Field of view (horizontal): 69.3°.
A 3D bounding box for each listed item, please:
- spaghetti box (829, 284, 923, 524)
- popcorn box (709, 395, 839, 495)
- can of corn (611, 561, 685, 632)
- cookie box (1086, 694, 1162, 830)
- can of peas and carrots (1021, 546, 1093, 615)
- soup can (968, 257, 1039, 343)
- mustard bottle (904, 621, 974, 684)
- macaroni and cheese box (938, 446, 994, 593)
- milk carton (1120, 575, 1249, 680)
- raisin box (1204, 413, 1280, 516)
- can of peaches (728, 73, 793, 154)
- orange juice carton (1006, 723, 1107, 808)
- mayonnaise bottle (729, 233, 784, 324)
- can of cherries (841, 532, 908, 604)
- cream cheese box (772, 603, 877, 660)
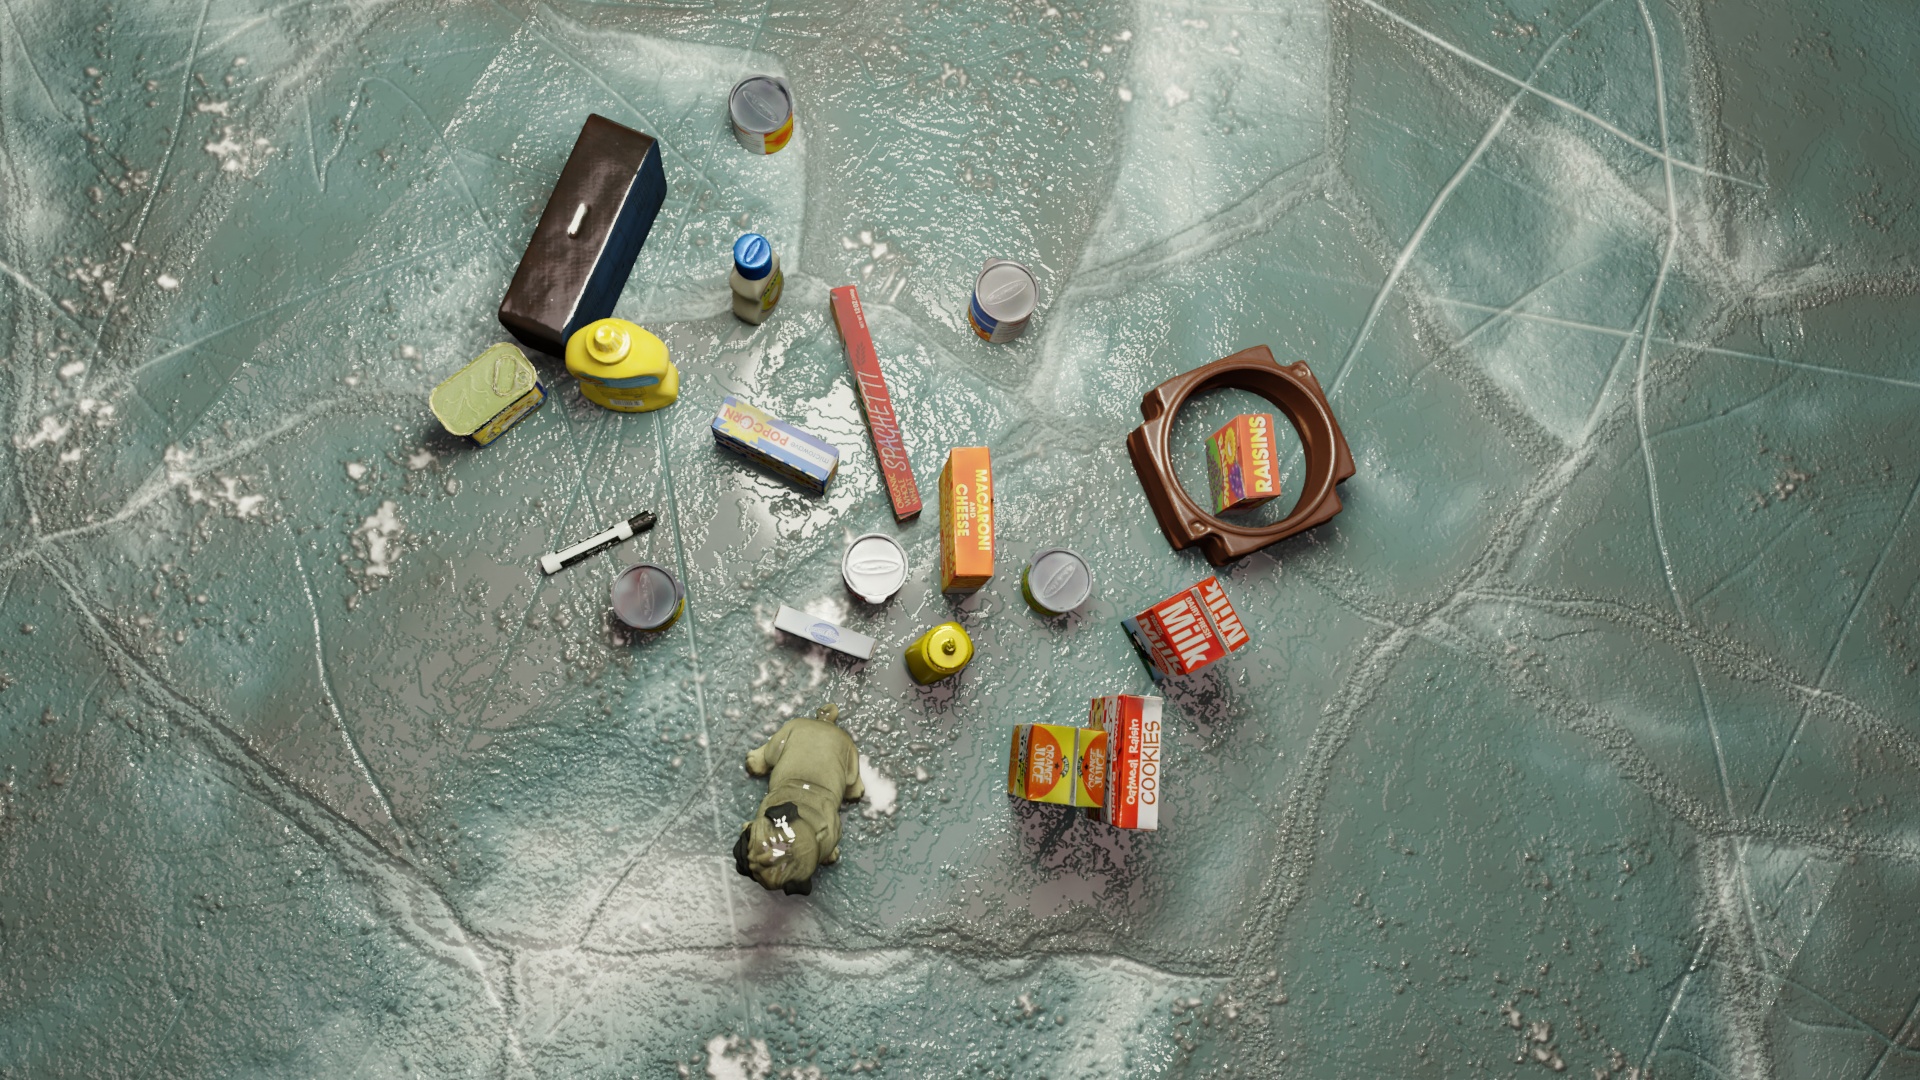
[{"bbox_3d":[-0.088,-0.140,1.437,0.029,0.050,0.250,-16,84,-8],"label":"spaghetti box"},{"bbox_3d":[-0.185,-0.095,1.403,0.127,0.085,0.038,26,81,-2],"label":"popcorn box"},{"bbox_3d":[-0.307,0.057,1.382,0.071,0.058,0.071,1,82,-6],"label":"can of corn"},{"bbox_3d":[0.156,0.214,1.351,0.040,0.167,0.123,4,82,-5],"label":"cookie box"},{"bbox_3d":[0.096,0.041,1.425,0.071,0.058,0.071,1,82,-6],"label":"can of peas and carrots"},{"bbox_3d":[0.043,-0.251,1.450,0.071,0.083,0.071,1,82,-6],"label":"soup can"},{"bbox_3d":[-0.017,0.108,1.352,0.065,0.160,0.049,-31,86,-9],"label":"mustard bottle"},{"bbox_3d":[0.005,-0.017,1.370,0.040,0.166,0.124,-1,82,-6],"label":"macaroni and cheese box"},{"bbox_3d":[0.223,0.087,1.365,0.073,0.190,0.072,-27,86,-9],"label":"milk carton"},{"bbox_3d":[0.289,-0.076,1.429,0.040,0.123,0.086,-3,82,-6],"label":"raisin box"},{"bbox_3d":[-0.208,-0.451,1.467,0.071,0.058,0.071,1,82,-6],"label":"can of peaches"},{"bbox_3d":[0.094,0.214,1.332,0.073,0.192,0.072,6,82,-5],"label":"orange juice carton"},{"bbox_3d":[-0.205,-0.266,1.394,0.041,0.148,0.065,29,81,-1],"label":"mayonnaise bottle"},{"bbox_3d":[-0.088,0.031,1.408,0.071,0.058,0.071,1,82,-6],"label":"can of cherries"},{"bbox_3d":[-0.137,0.094,1.397,0.104,0.053,0.024,20,81,-3],"label":"cream cheese box"}]
